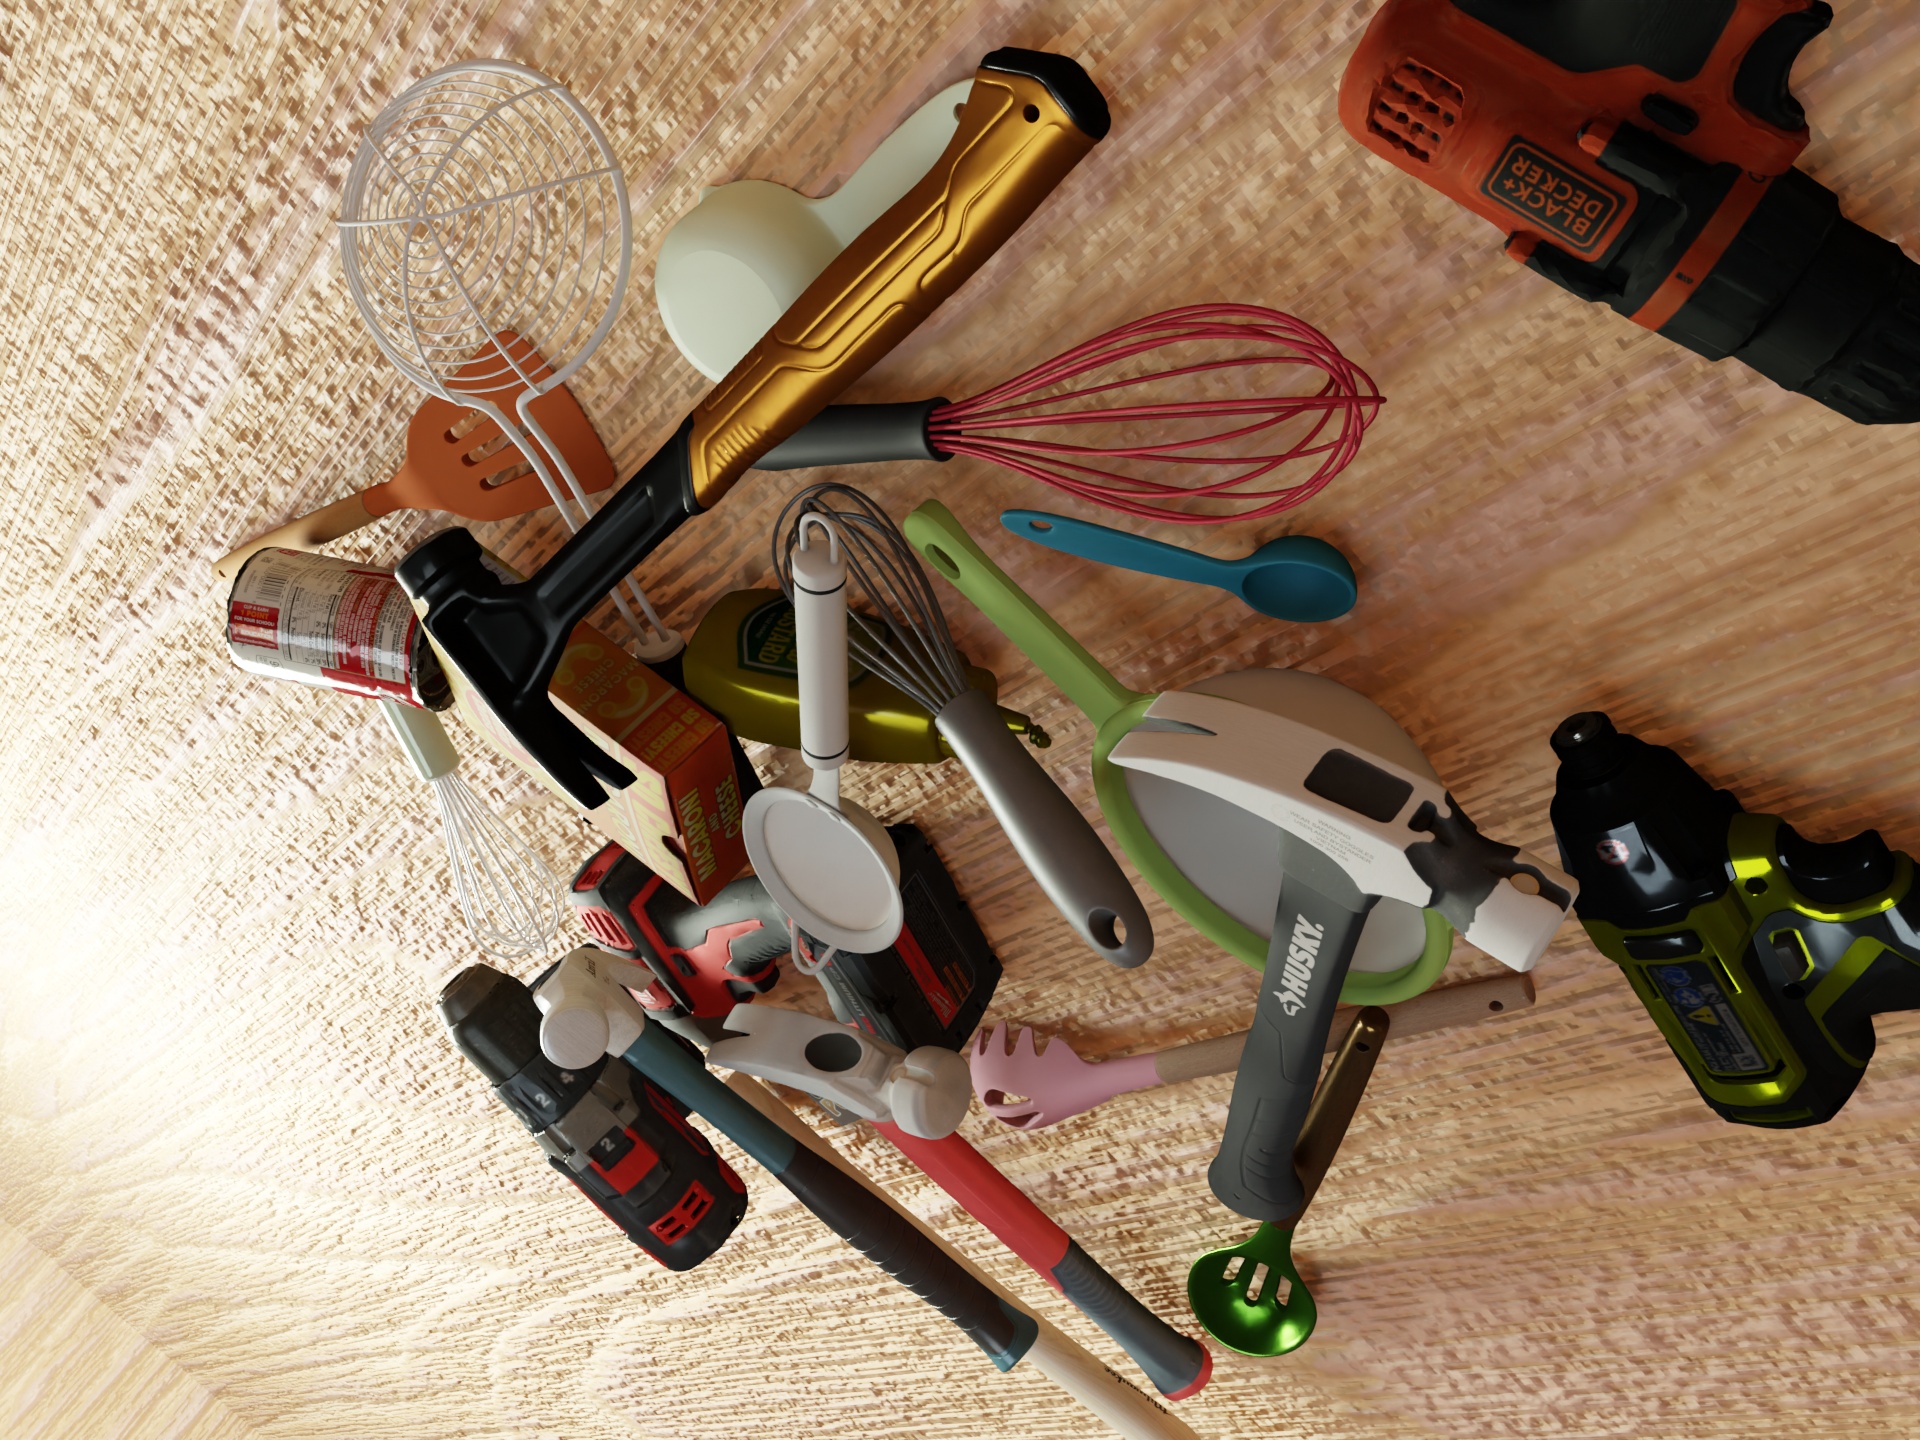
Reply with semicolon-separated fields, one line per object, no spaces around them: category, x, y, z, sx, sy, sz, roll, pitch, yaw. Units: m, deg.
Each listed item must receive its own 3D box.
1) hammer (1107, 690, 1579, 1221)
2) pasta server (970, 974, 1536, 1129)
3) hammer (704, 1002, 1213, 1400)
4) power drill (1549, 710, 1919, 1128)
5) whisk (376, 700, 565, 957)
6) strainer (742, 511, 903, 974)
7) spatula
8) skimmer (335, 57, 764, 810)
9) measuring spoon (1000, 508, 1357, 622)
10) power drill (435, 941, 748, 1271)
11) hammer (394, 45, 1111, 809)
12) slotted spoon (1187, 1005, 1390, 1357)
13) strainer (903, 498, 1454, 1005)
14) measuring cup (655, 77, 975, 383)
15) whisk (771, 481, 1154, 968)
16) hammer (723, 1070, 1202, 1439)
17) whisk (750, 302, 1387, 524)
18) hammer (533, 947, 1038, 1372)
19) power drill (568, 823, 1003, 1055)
hammer;0.122;0.115;0.610;0.146;0.035;0.334;31;151;23
pasta server;0.120;0.152;0.747;0.316;0.040;0.060;-23;112;39
hammer;0.024;0.262;0.824;0.143;0.038;0.385;4;144;40
power drill;0.309;0.048;0.495;0.223;0.080;0.171;-19;115;45
whisk;-0.289;0.034;0.893;0.059;0.058;0.246;19;136;54
strainer;-0.051;0.015;0.631;0.087;0.050;0.258;29;144;20
spatula;-0.294;-0.108;0.789;0.323;0.041;0.081;-9;123;43
skimmer;-0.148;-0.096;0.696;0.127;0.090;0.362;-4;136;19
measuring spoon;0.078;-0.064;0.565;0.128;0.021;0.042;14;156;2
power drill;-0.205;0.189;0.865;0.187;0.080;0.227;48;171;-13
hammer;-0.073;-0.100;0.566;0.337;0.034;0.127;-37;91;30
slotted spoon;0.163;0.228;0.767;0.070;0.031;0.313;21;139;15
strainer;0.090;-0.005;0.600;0.256;0.069;0.151;44;153;4
measuring cup;-0.049;-0.170;0.560;0.167;0.038;0.083;-24;111;46
whisk;-0.002;-0.001;0.609;0.239;0.055;0.055;53;143;23
hammer;0.019;0.343;0.932;0.410;0.038;0.146;37;172;5
whisk;0.009;-0.104;0.568;0.296;0.073;0.073;5;129;37
hammer;-0.079;0.226;0.796;0.330;0.033;0.128;44;178;-18
power drill;-0.096;0.123;0.825;0.220;0.078;0.143;-6;123;40
